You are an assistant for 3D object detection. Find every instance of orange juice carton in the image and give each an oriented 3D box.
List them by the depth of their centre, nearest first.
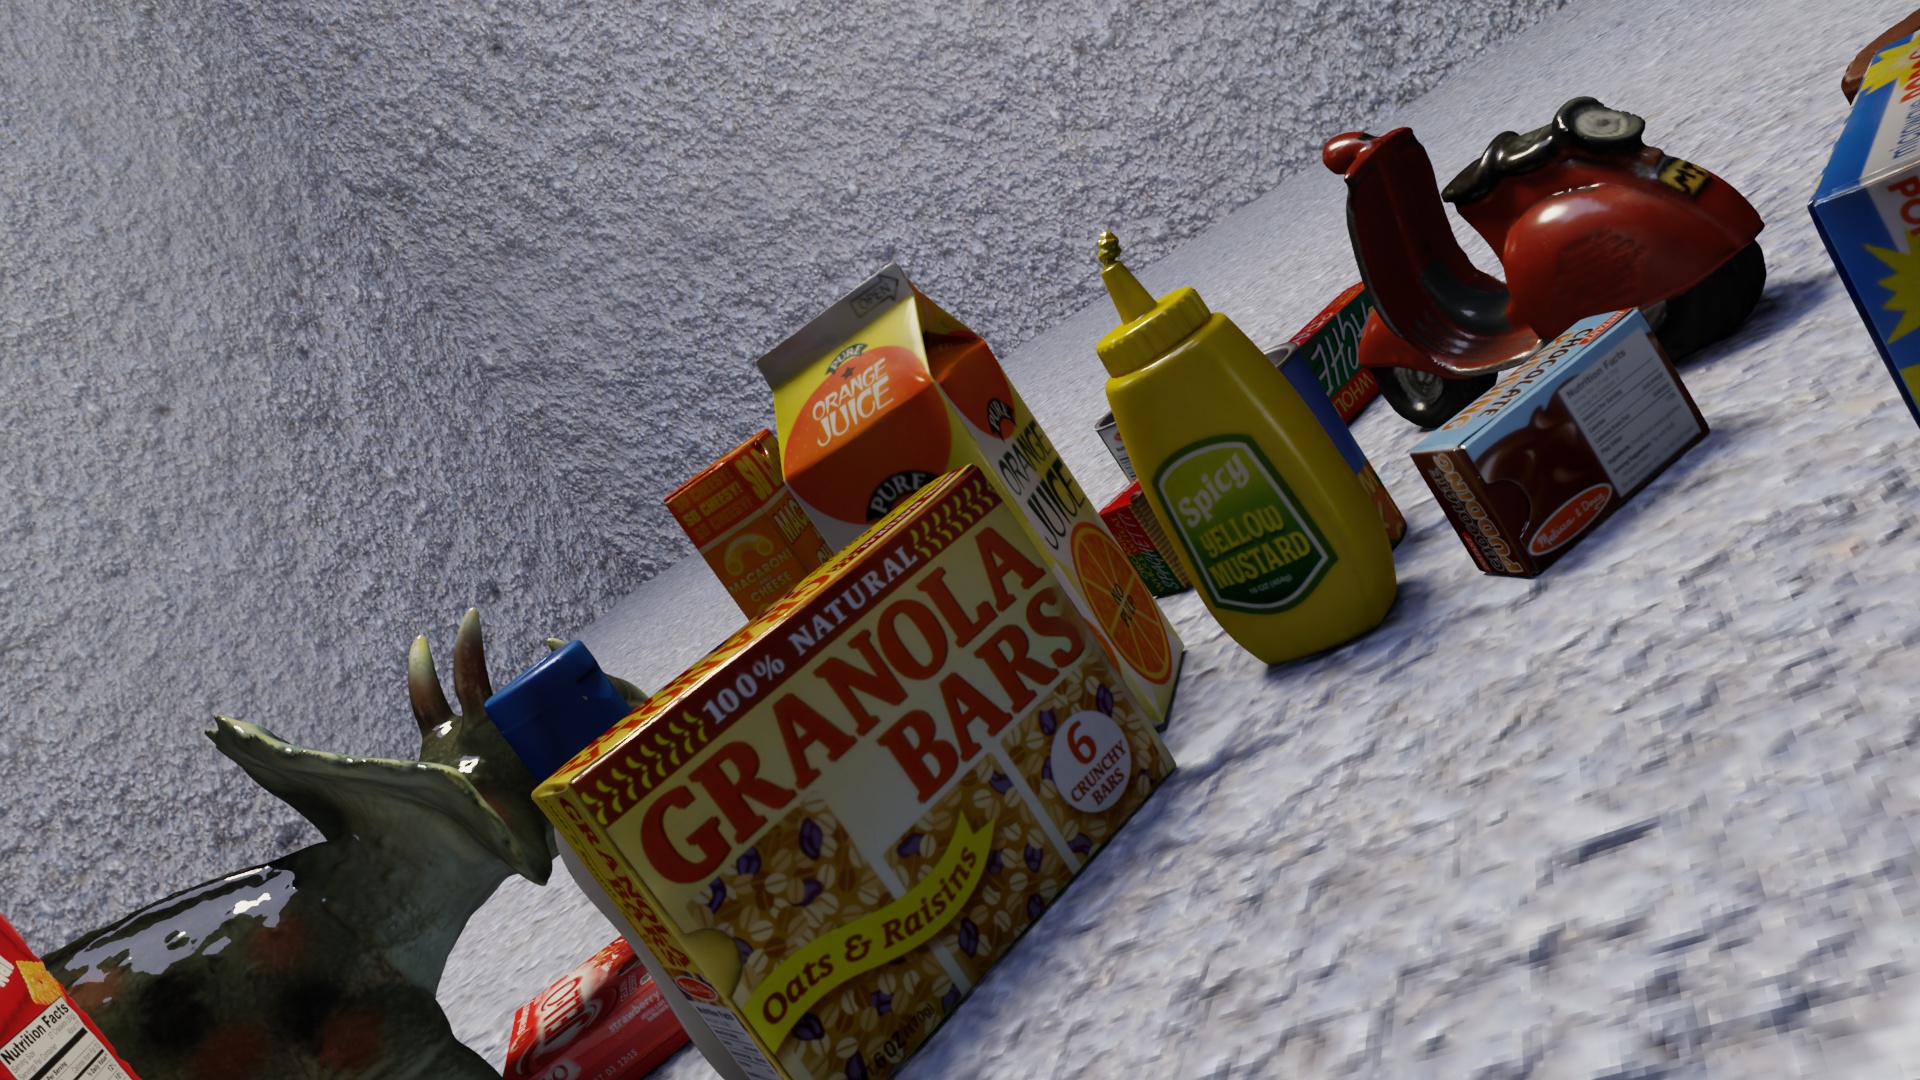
[{"bbox_3d":[0.002,-0.007,0.529,0.071,0.192,0.073,-31,9,23],"label":"orange juice carton"}]

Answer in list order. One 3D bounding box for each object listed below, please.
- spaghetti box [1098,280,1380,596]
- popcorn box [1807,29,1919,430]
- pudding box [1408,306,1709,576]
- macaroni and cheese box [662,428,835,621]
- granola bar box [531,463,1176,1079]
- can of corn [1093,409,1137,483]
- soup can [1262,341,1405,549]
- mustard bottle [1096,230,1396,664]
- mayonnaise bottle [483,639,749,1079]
[{"bbox_3d":[0.161,-0.061,0.704,0.251,0.050,0.028,-40,11,-34],"label":"spaghetti box"},{"bbox_3d":[0.254,-0.076,0.340,0.038,0.085,0.127,-25,13,47],"label":"popcorn box"},{"bbox_3d":[0.192,-0.032,0.446,0.084,0.049,0.030,-36,9,-13],"label":"pudding box"},{"bbox_3d":[-0.072,0.027,0.699,0.040,0.166,0.124,-33,9,7],"label":"macaroni and cheese box"},{"bbox_3d":[-0.023,0.072,0.425,0.166,0.124,0.039,-40,10,-32],"label":"granola bar box"},{"bbox_3d":[0.123,-0.061,0.815,0.071,0.058,0.071,-33,9,6],"label":"can of corn"},{"bbox_3d":[0.124,-0.026,0.544,0.071,0.083,0.071,-33,9,6],"label":"soup can"},{"bbox_3d":[0.087,-0.034,0.476,0.065,0.160,0.049,-28,10,34],"label":"mustard bottle"},{"bbox_3d":[-0.094,0.101,0.446,0.041,0.148,0.065,-32,9,18],"label":"mayonnaise bottle"}]
